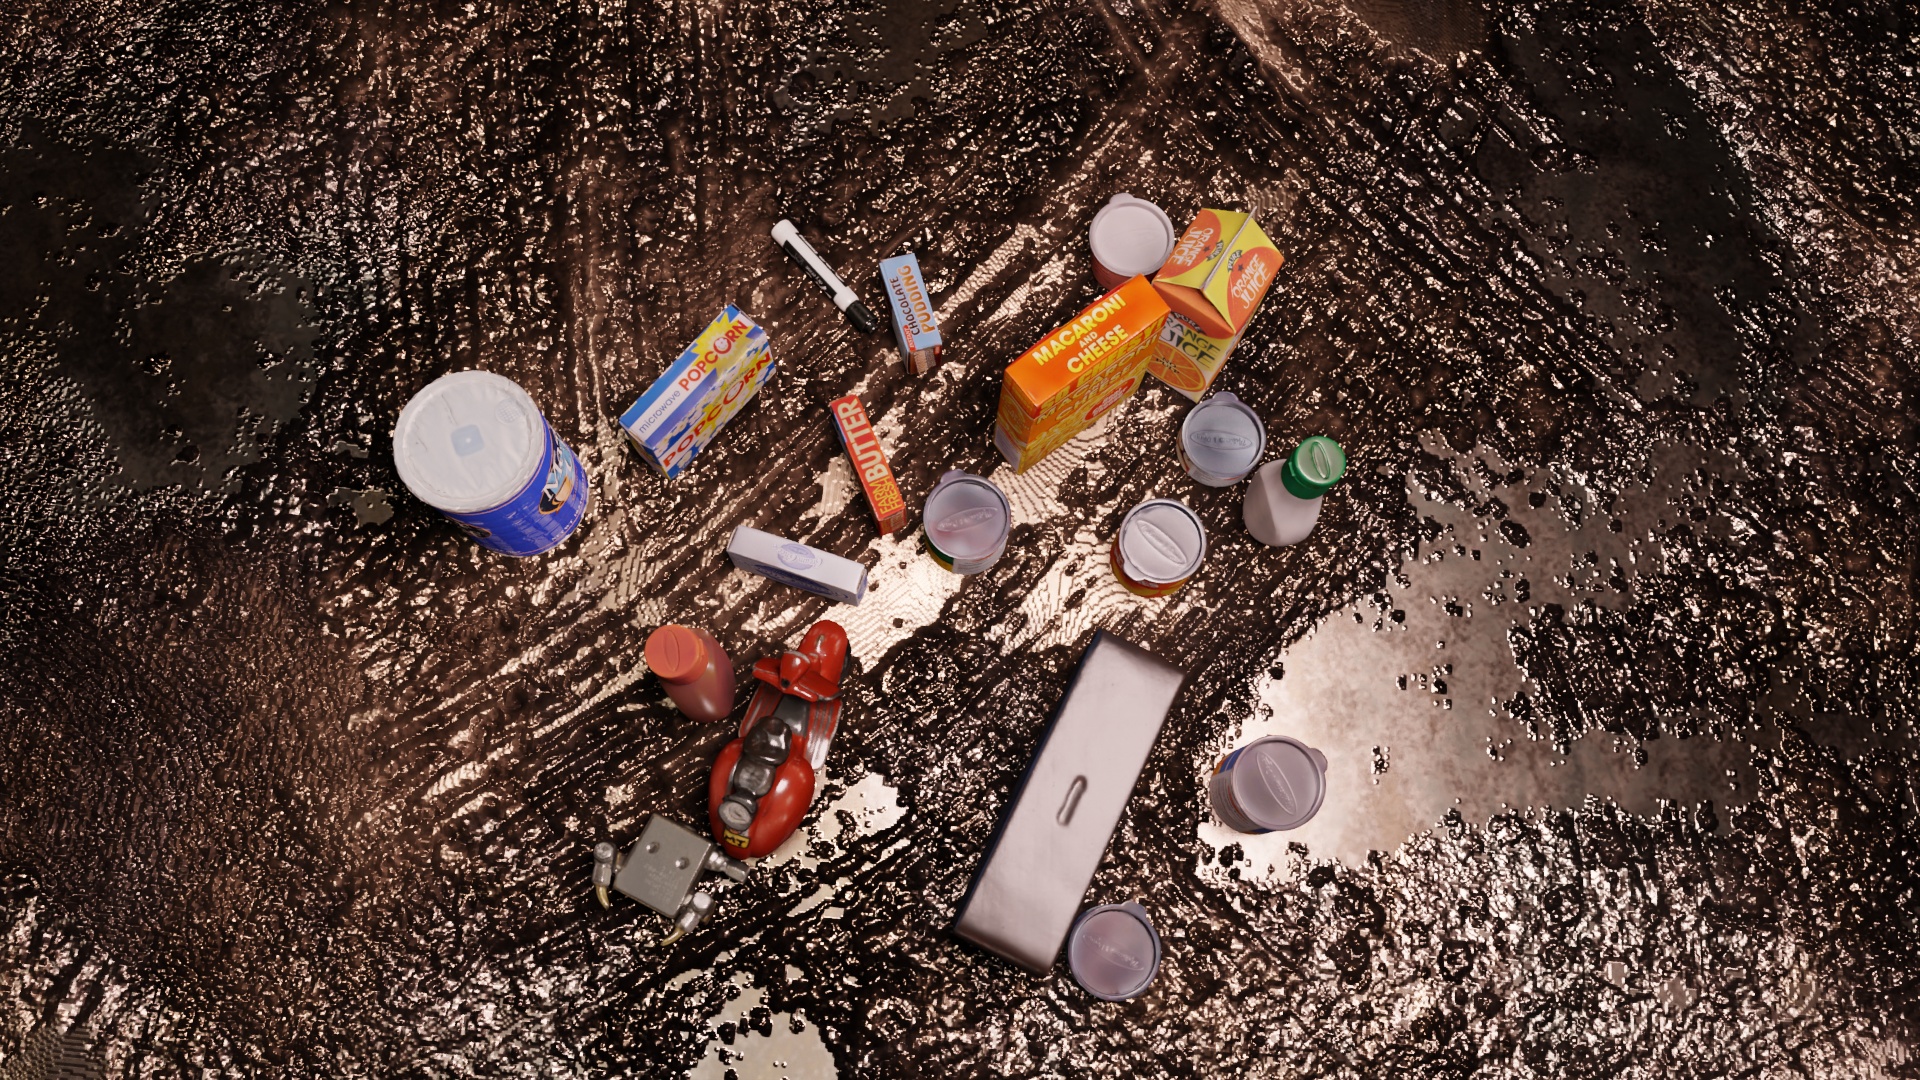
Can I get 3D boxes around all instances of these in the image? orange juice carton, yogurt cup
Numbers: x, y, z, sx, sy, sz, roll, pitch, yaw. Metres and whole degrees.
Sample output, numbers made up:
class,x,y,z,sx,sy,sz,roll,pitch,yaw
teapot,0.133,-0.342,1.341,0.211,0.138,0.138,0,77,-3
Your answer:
class,x,y,z,sx,sy,sz,roll,pitch,yaw
orange juice carton,0.184,-0.180,1.044,0.073,0.192,0.072,33,77,7
yogurt cup,0.136,-0.236,1.129,0.072,0.054,0.072,0,75,-1

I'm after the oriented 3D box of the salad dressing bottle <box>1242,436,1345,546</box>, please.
class,x,y,z,sx,sy,sz,roll,pitch,yaw
salad dressing bottle,0.247,-0.037,1.031,0.044,0.147,0.064,-11,76,-4

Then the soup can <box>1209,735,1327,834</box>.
class,x,y,z,sx,sy,sz,roll,pitch,yaw
soup can,0.223,0.177,1.007,0.071,0.083,0.071,0,76,-1

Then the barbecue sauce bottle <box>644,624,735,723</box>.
class,x,y,z,sx,sy,sz,roll,pitch,yaw
barbecue sauce bottle,-0.191,0.090,0.985,0.044,0.148,0.065,-10,76,-4

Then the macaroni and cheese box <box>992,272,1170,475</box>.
class,x,y,z,sx,sy,sz,roll,pitch,yaw
macaroni and cheese box,0.086,-0.120,1.039,0.124,0.166,0.040,-36,79,-10

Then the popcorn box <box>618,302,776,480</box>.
class,x,y,z,sx,sy,sz,roll,pitch,yaw
popcorn box,-0.201,-0.113,1.071,0.038,0.085,0.127,39,78,8

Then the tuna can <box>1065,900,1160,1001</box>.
class,x,y,z,sx,sy,sz,roll,pitch,yaw
tuna can,0.110,0.293,0.999,0.071,0.032,0.071,0,75,-1

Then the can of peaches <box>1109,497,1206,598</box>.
class,x,y,z,sx,sy,sz,roll,pitch,yaw
can of peaches,0.148,0.008,1.063,0.071,0.058,0.071,0,75,-1

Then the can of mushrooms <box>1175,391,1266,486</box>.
class,x,y,z,sx,sy,sz,roll,pitch,yaw
can of mushrooms,0.206,-0.079,1.100,0.071,0.033,0.071,0,75,-1

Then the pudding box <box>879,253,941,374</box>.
class,x,y,z,sx,sy,sz,roll,pitch,yaw
pudding box,-0.040,-0.182,1.112,0.030,0.049,0.084,-16,76,-5

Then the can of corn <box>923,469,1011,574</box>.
class,x,y,z,sx,sy,sz,roll,pitch,yaw
can of corn,0.004,-0.013,1.064,0.071,0.058,0.071,0,75,-1

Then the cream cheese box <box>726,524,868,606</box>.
class,x,y,z,sx,sy,sz,roll,pitch,yaw
cream cheese box,-0.122,0.020,1.055,0.104,0.053,0.024,18,76,3

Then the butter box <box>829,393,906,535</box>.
class,x,y,z,sx,sy,sz,roll,pitch,yaw
butter box,-0.071,-0.058,1.077,0.024,0.053,0.103,-22,77,-7
